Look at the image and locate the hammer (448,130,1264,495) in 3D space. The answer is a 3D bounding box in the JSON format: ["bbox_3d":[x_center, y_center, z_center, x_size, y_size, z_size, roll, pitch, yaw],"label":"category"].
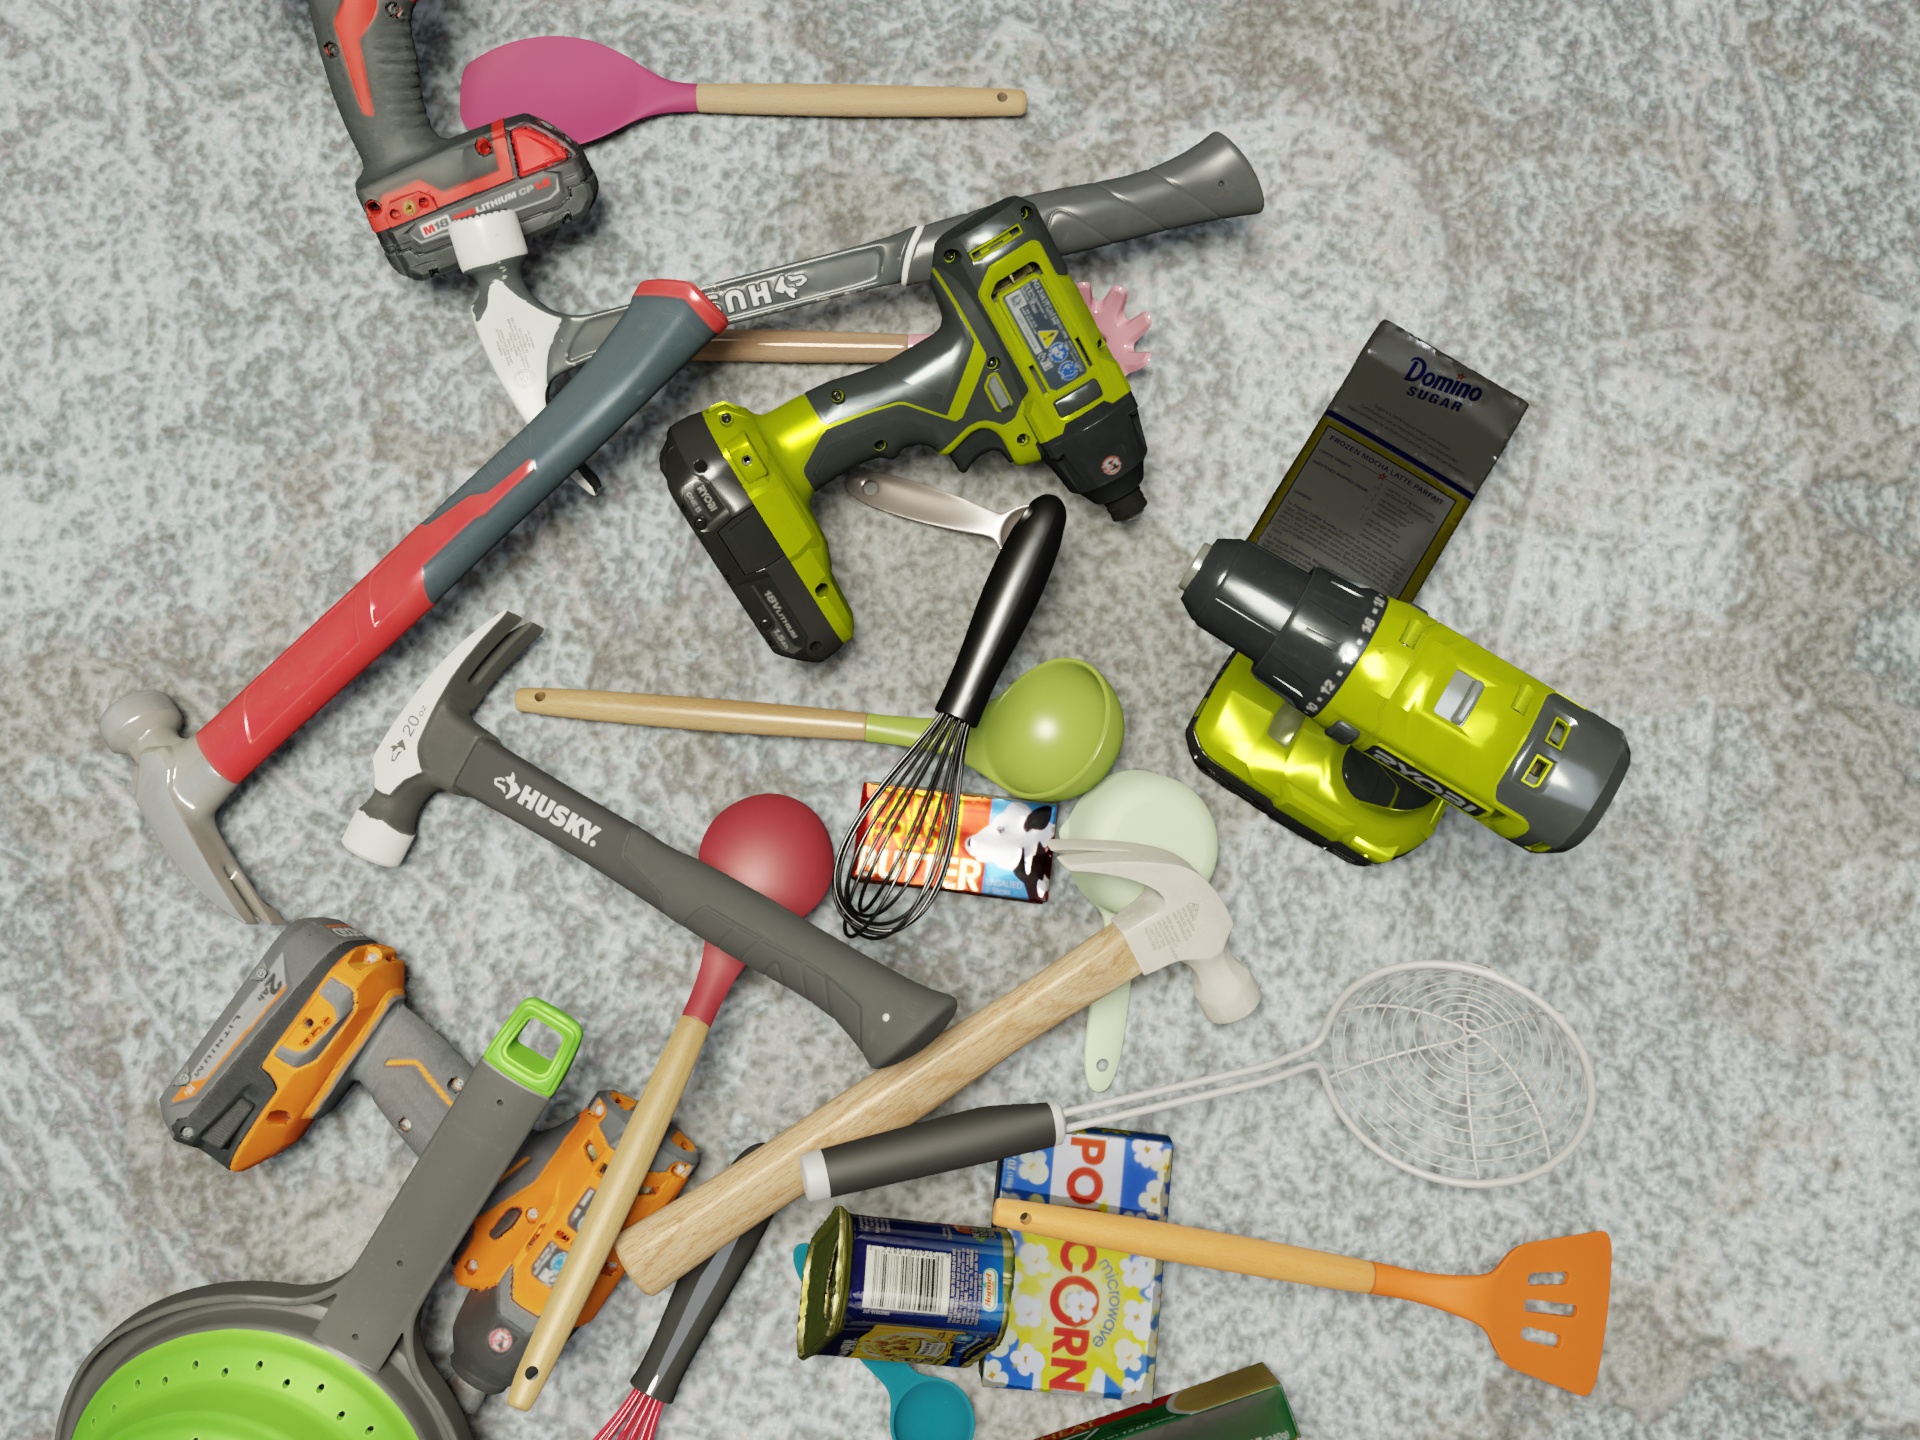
[{"bbox_3d":[-0.043,-0.230,0.822,0.409,0.036,0.149,-14,109,-1],"label":"hammer"}]

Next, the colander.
[{"bbox_3d":[-0.284,0.298,0.696,0.204,0.094,0.397,32,99,-3],"label":"colander"}]

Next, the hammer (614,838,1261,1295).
[{"bbox_3d":[-0.016,0.169,0.763,0.331,0.031,0.130,-31,114,-7],"label":"hammer"}]

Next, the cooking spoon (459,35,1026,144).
[{"bbox_3d":[-0.122,-0.350,0.896,0.319,0.017,0.069,1,82,0],"label":"cooking spoon"}]

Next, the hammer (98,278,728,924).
[{"bbox_3d":[-0.257,-0.068,0.793,0.386,0.038,0.143,-41,75,5],"label":"hammer"}]

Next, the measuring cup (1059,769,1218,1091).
[{"bbox_3d":[0.088,0.108,0.809,0.083,0.038,0.167,10,86,-15],"label":"measuring cup"}]

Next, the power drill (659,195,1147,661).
[{"bbox_3d":[-0.022,-0.133,0.805,0.223,0.080,0.171,-31,112,2],"label":"power drill"}]

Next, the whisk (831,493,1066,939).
[{"bbox_3d":[-0.002,-0.003,0.773,0.055,0.055,0.239,24,84,3],"label":"whisk"}]

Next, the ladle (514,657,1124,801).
[{"bbox_3d":[-0.076,-0.004,0.824,0.320,0.062,0.078,5,65,3],"label":"ladle"}]

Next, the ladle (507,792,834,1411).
[{"bbox_3d":[-0.139,0.167,0.759,0.069,0.031,0.316,23,64,-1],"label":"ladle"}]

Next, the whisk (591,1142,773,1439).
[{"bbox_3d":[-0.160,0.343,0.769,0.073,0.073,0.296,26,76,3],"label":"whisk"}]

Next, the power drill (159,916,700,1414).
[{"bbox_3d":[-0.264,0.217,0.775,0.226,0.084,0.164,34,82,0],"label":"power drill"}]

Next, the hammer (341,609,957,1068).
[{"bbox_3d":[-0.147,0.067,0.768,0.335,0.035,0.146,26,86,22],"label":"hammer"}]

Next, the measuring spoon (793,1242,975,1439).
[{"bbox_3d":[-0.042,0.316,0.795,0.042,0.021,0.129,-35,73,-23],"label":"measuring spoon"}]

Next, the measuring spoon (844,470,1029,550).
[{"bbox_3d":[-0.004,-0.112,0.864,0.124,0.018,0.034,18,88,9],"label":"measuring spoon"}]

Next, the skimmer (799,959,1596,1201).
[{"bbox_3d":[0.111,0.190,0.739,0.363,0.090,0.127,-9,113,-13],"label":"skimmer"}]

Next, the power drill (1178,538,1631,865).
[{"bbox_3d":[0.177,-0.004,0.737,0.190,0.228,0.080,31,82,4],"label":"power drill"}]

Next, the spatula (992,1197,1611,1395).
[{"bbox_3d":[0.173,0.266,0.774,0.322,0.041,0.081,11,80,-4],"label":"spatula"}]

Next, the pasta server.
[{"bbox_3d":[-0.056,-0.205,0.864,0.316,0.040,0.060,1,87,1],"label":"pasta server"}]

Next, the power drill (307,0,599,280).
[{"bbox_3d":[-0.261,-0.361,0.806,0.188,0.080,0.226,-24,119,-4],"label":"power drill"}]
